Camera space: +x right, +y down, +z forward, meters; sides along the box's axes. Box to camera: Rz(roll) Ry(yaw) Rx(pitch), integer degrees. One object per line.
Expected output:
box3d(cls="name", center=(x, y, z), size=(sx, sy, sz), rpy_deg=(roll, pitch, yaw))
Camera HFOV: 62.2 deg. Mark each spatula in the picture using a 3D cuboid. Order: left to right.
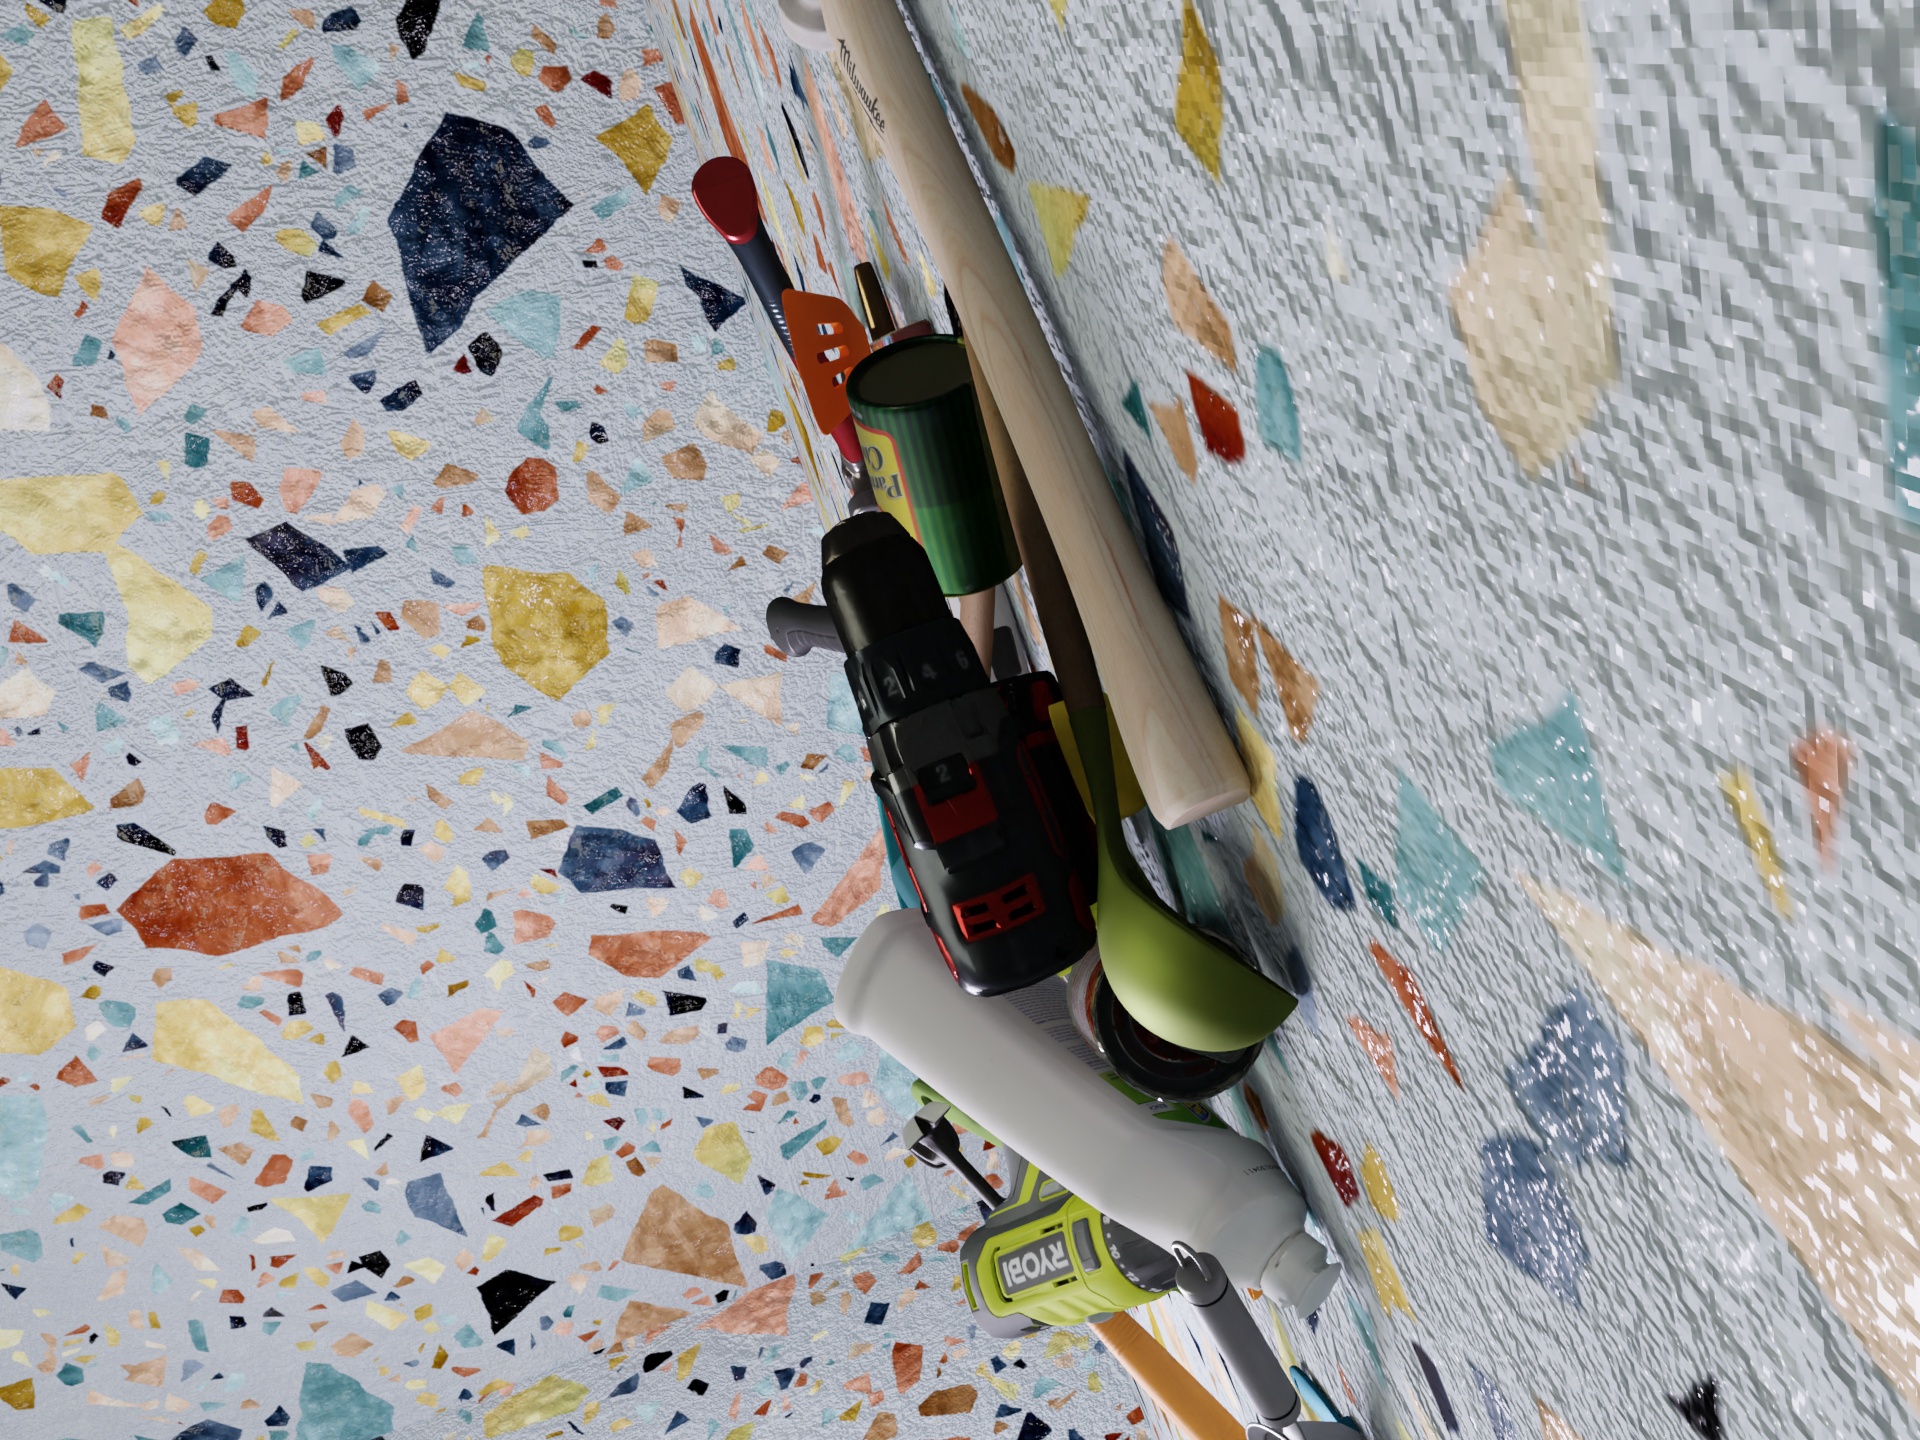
box3d(cls="spatula", center=(-0.079, -0.238, 1.012), size=(0.323, 0.041, 0.081), rpy_deg=(-104, -1, -74))
box3d(cls="spatula", center=(-0.001, -0.003, 0.882), size=(0.082, 0.044, 0.317), rpy_deg=(48, 148, 40))

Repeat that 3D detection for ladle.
box3d(cls="ladle", center=(-0.014, -0.126, 0.982), size=(0.069, 0.031, 0.315), rpy_deg=(11, 120, 71))
box3d(cls="ladle", center=(0.053, -0.031, 0.604), size=(0.078, 0.062, 0.320), rpy_deg=(35, -142, -66))

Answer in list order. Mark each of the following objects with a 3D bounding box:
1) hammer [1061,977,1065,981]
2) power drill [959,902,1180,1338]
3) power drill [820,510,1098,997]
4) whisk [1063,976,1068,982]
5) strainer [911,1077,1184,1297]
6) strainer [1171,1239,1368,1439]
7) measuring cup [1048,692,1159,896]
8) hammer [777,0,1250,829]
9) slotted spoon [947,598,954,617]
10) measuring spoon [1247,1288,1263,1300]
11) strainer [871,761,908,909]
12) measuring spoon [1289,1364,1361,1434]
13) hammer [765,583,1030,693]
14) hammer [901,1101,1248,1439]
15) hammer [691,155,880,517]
box3d(cls="hammer", center=(0.093, 0.214, 1.140), size=(0.129, 0.031, 0.332), rpy_deg=(76, 173, -53))
box3d(cls="power drill", center=(0.059, 0.190, 0.830), size=(0.190, 0.080, 0.229), rpy_deg=(-36, 59, 39))
box3d(cls="power drill", center=(0.005, 0.014, 0.679), size=(0.226, 0.080, 0.188), rpy_deg=(17, -130, -81))
box3d(cls="whisk", center=(0.095, 0.214, 1.011), size=(0.070, 0.070, 0.285), rpy_deg=(96, 149, -79))
box3d(cls="strainer", center=(0.066, 0.249, 0.978), size=(0.256, 0.069, 0.151), rpy_deg=(10, 127, 52))
box3d(cls="strainer", center=(0.140, 0.293, 0.676), size=(0.087, 0.050, 0.258), rpy_deg=(21, 148, 50))
box3d(cls="measuring cup", center=(0.081, 0.050, 0.698), size=(0.156, 0.029, 0.062), rpy_deg=(59, -169, -34))
box3d(cls="hammer", center=(0.008, -0.158, 0.563), size=(0.146, 0.038, 0.411), rpy_deg=(90, 159, -72))
box3d(cls="slotted spoon", center=(0.037, 0.036, 1.079), size=(0.070, 0.031, 0.313), rpy_deg=(-129, 21, -83))
box3d(cls="measuring spoon", center=(0.153, 0.269, 0.841), size=(0.021, 0.011, 0.116), rpy_deg=(-114, 10, -52))
box3d(cls="strainer", center=(-0.019, 0.010, 1.212), size=(0.341, 0.095, 0.210), rpy_deg=(-108, 13, -50))
box3d(cls="measuring spoon", center=(0.180, 0.356, 0.798), size=(0.128, 0.021, 0.042), rpy_deg=(170, 80, -84))
box3d(cls="hammer", center=(-0.055, -0.061, 1.042), size=(0.335, 0.035, 0.146), rpy_deg=(13, 120, 61))
box3d(cls="hammer", center=(0.091, 0.352, 0.923), size=(0.337, 0.034, 0.127), rpy_deg=(44, 167, 12))
box3d(cls="hammer", center=(-0.113, -0.274, 1.107), size=(0.386, 0.038, 0.143), rpy_deg=(61, -168, -71))
